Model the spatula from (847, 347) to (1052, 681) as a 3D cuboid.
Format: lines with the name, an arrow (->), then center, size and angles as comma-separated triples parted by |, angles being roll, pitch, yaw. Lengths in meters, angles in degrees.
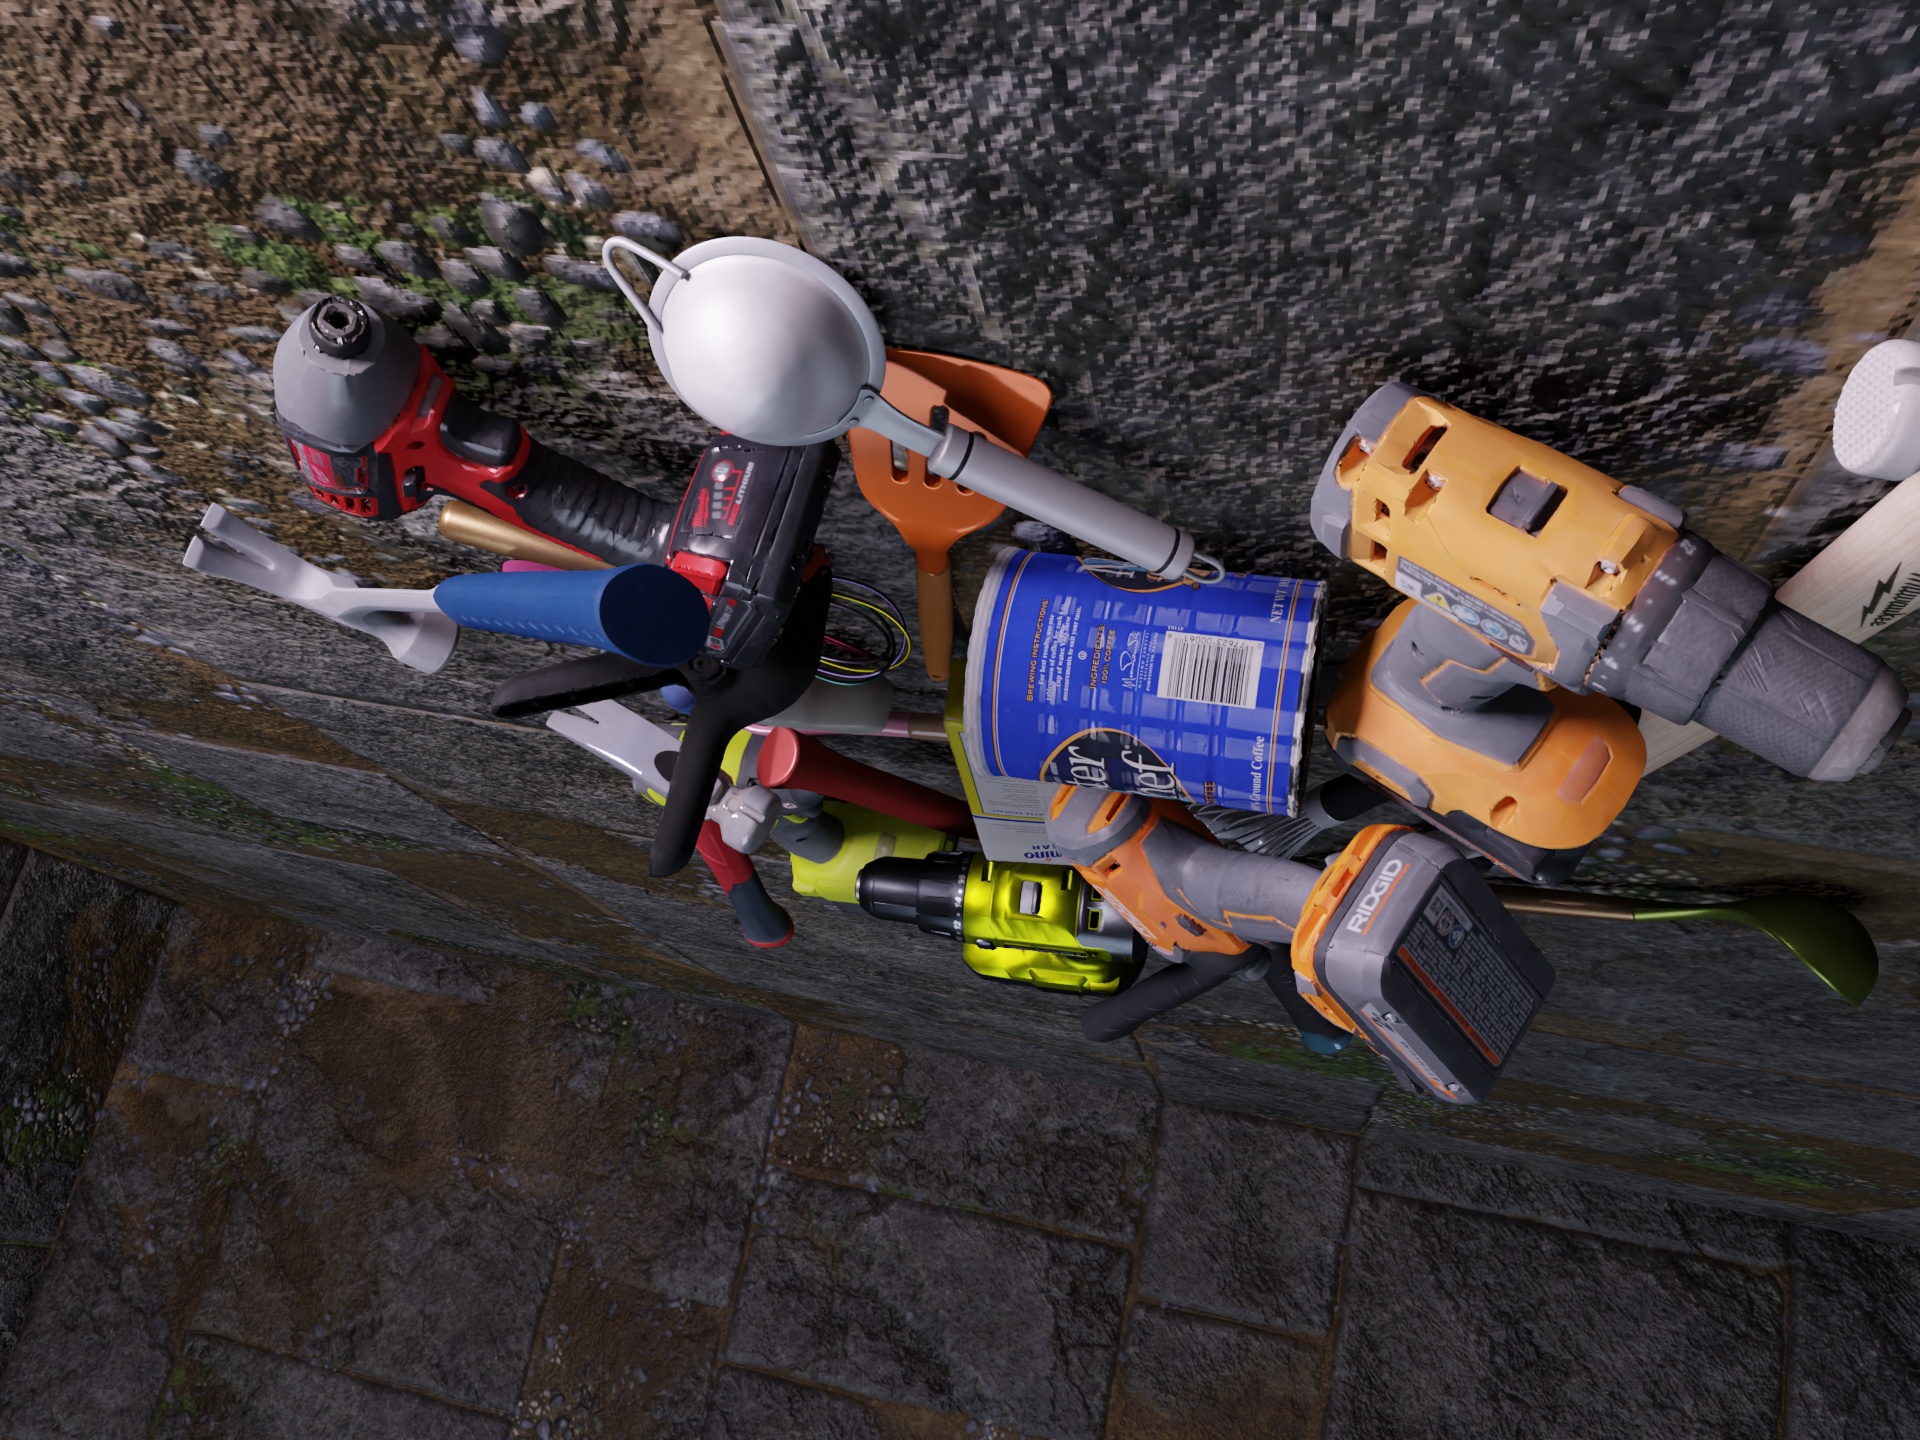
spatula -> -0.010, -0.073, 0.719 | 0.081, 0.041, 0.322 | 10, 167, 2

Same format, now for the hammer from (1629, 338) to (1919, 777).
hammer -> 0.322, -0.021, 0.626 | 0.146, 0.038, 0.410 | 11, 163, 2

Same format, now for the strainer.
strainer -> -0.010, -0.100, 0.572 | 0.258, 0.050, 0.087 | 22, 139, -20

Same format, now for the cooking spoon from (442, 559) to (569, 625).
cooking spoon -> -0.262, -0.062, 0.878 | 0.068, 0.017, 0.319 | 29, 163, -36

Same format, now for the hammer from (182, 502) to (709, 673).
hammer -> -0.227, -0.053, 0.695 | 0.144, 0.035, 0.406 | 28, 168, -35

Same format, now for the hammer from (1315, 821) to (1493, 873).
hammer -> 0.252, 0.119, 1.080 | 0.127, 0.034, 0.337 | 32, 157, -9

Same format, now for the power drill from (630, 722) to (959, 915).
power drill -> -0.104, 0.069, 1.137 | 0.171, 0.080, 0.223 | 1, 156, 35

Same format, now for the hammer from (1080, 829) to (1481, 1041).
hammer -> 0.182, 0.139, 0.978 | 0.149, 0.036, 0.409 | -11, 162, -30

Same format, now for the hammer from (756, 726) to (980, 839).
hammer -> 0.002, 0.063, 1.039 | 0.149, 0.037, 0.358 | 1, 167, 34

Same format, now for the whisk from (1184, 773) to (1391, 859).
whisk -> 0.178, 0.053, 0.840 | 0.070, 0.070, 0.284 | 18, 157, -16

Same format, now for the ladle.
ladle -> 0.399, 0.130, 1.007 | 0.320, 0.062, 0.078 | 2, 166, 38

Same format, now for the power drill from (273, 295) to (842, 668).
power drill -> -0.169, -0.103, 0.654 | 0.219, 0.079, 0.143 | 19, 162, -10

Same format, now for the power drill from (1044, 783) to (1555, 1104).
power drill -> 0.158, 0.099, 0.757 | 0.164, 0.084, 0.227 | 45, 164, -32

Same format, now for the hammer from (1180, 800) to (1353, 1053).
hammer -> 0.208, 0.147, 1.102 | 0.128, 0.033, 0.330 | 9, 149, 38

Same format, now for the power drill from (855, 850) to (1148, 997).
power drill -> 0.041, 0.136, 1.099 | 0.190, 0.080, 0.228 | 5, 166, 12

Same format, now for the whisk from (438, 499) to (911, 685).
whisk -> -0.143, -0.066, 0.803 | 0.245, 0.051, 0.047 | 16, 168, 0

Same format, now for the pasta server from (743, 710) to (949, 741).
pasta server -> -0.001, -0.003, 0.928 | 0.316, 0.040, 0.060 | 4, 161, 15

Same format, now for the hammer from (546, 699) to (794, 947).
hammer -> -0.169, 0.085, 1.068 | 0.143, 0.038, 0.386 | 30, 163, 10

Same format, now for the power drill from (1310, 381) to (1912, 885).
power drill -> 0.216, -0.012, 0.570 | 0.185, 0.084, 0.226 | 34, 169, 22
